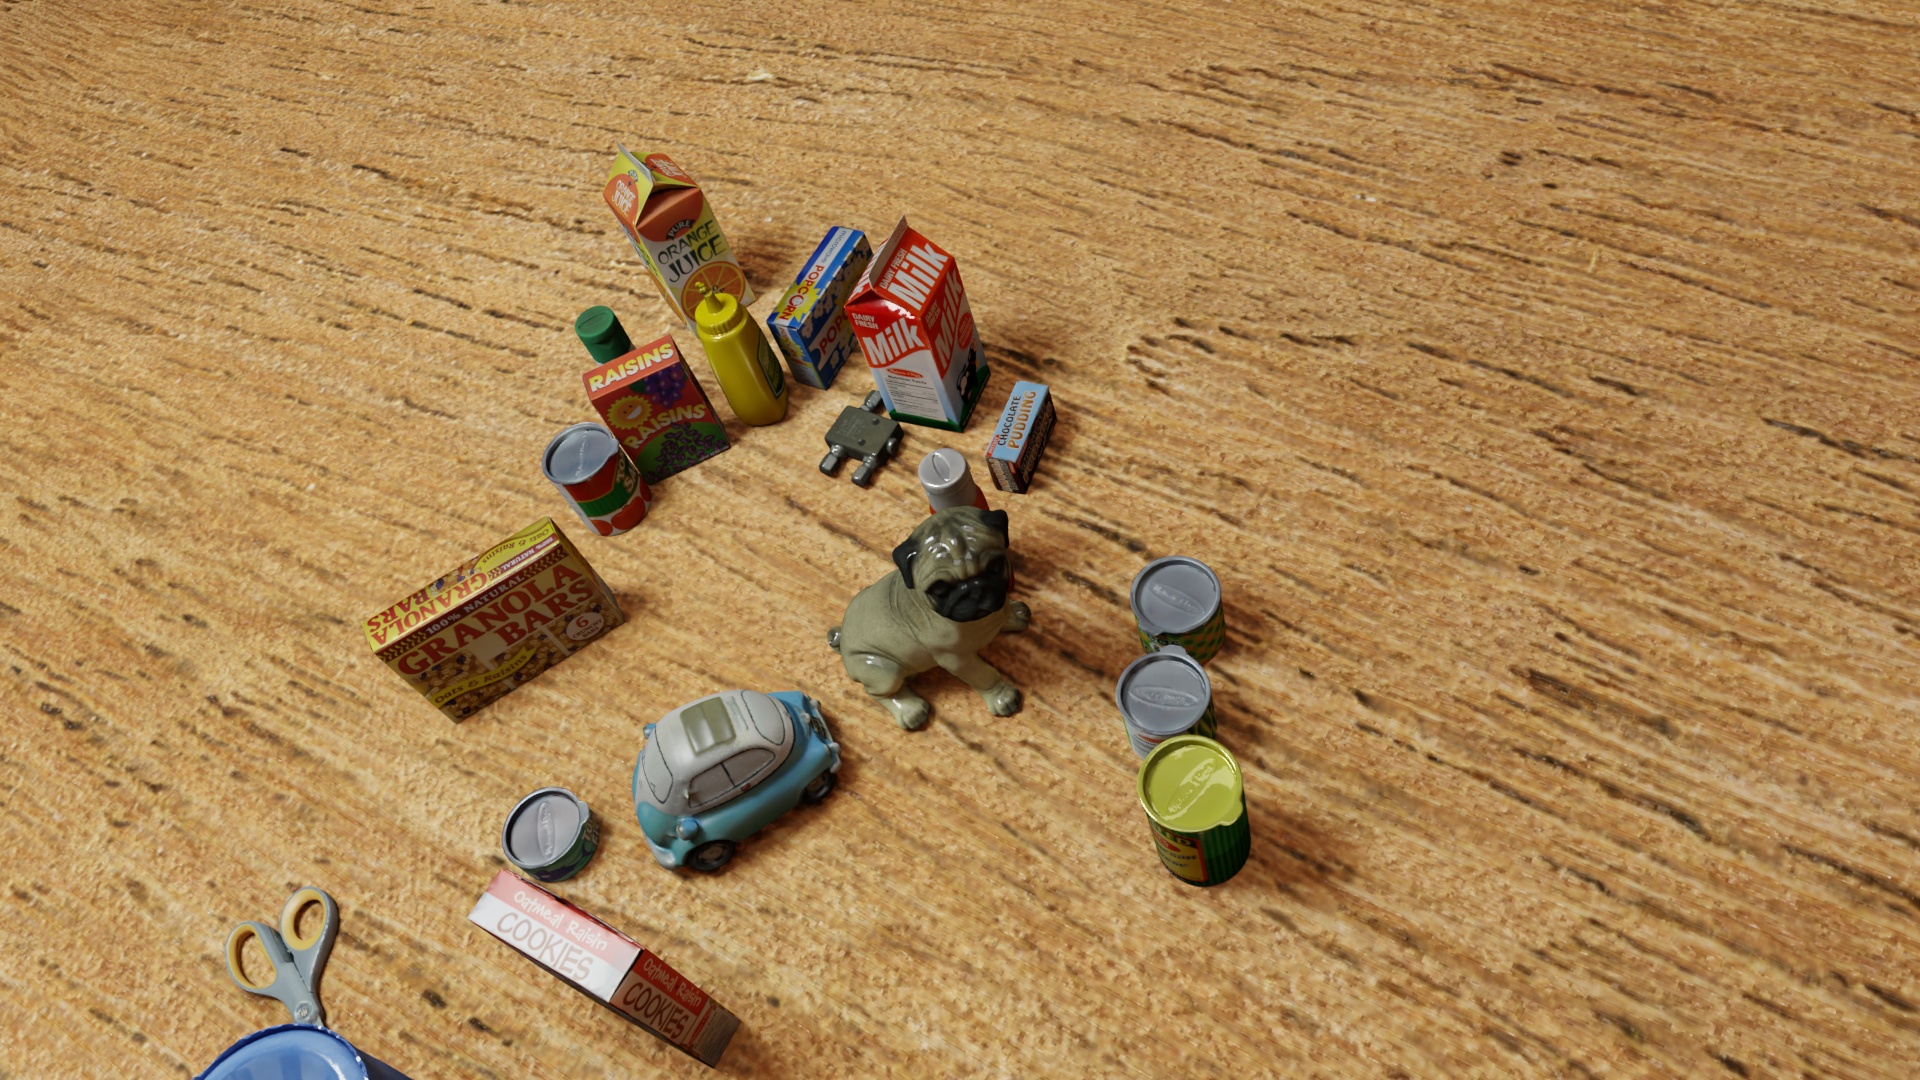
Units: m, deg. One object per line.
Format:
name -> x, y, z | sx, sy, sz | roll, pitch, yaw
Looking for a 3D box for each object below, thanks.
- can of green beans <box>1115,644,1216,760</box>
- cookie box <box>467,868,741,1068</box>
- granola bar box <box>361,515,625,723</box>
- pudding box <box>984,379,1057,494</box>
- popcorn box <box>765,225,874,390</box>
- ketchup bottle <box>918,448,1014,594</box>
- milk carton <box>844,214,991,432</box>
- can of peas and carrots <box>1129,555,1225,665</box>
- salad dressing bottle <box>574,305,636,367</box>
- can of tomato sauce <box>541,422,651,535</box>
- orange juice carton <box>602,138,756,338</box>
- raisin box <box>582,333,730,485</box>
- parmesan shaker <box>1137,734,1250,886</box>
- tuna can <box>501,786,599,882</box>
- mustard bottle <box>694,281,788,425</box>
can of green beans -> 0.147, 0.121, 0.988 | 0.071, 0.057, 0.071 | -7, 55, 11
cookie box -> -0.230, 0.283, 0.913 | 0.123, 0.166, 0.040 | 18, 63, 26
granola bar box -> -0.374, 0.067, 1.129 | 0.166, 0.123, 0.039 | -32, 54, -7
pudding box -> 0.051, -0.087, 1.164 | 0.030, 0.049, 0.084 | 12, 60, 23
popcorn box -> -0.120, -0.215, 1.278 | 0.038, 0.085, 0.127 | 17, 62, 25
ketchup bottle -> 0.004, -0.013, 1.065 | 0.043, 0.148, 0.065 | -27, 54, -3
milk carton -> -0.038, -0.180, 1.166 | 0.073, 0.189, 0.072 | 13, 61, 23
can of peas and carrots -> 0.161, 0.056, 1.029 | 0.071, 0.058, 0.071 | -7, 55, 11
salad dressing bottle -> -0.297, -0.147, 1.242 | 0.064, 0.147, 0.044 | -30, 54, -6
can of tomato sauce -> -0.317, -0.053, 1.222 | 0.071, 0.082, 0.071 | -7, 55, 11
orange juice carton -> -0.269, -0.289, 1.304 | 0.073, 0.191, 0.072 | -36, 55, -10
raisin box -> -0.266, -0.114, 1.225 | 0.086, 0.123, 0.040 | -25, 54, -2
parmesan shaker -> 0.158, 0.182, 0.915 | 0.071, 0.102, 0.071 | -7, 55, 11
tuna can -> -0.310, 0.224, 1.060 | 0.071, 0.032, 0.071 | -7, 55, 11
mustard bottle -> -0.197, -0.169, 1.221 | 0.049, 0.159, 0.065 | -10, 54, 9
